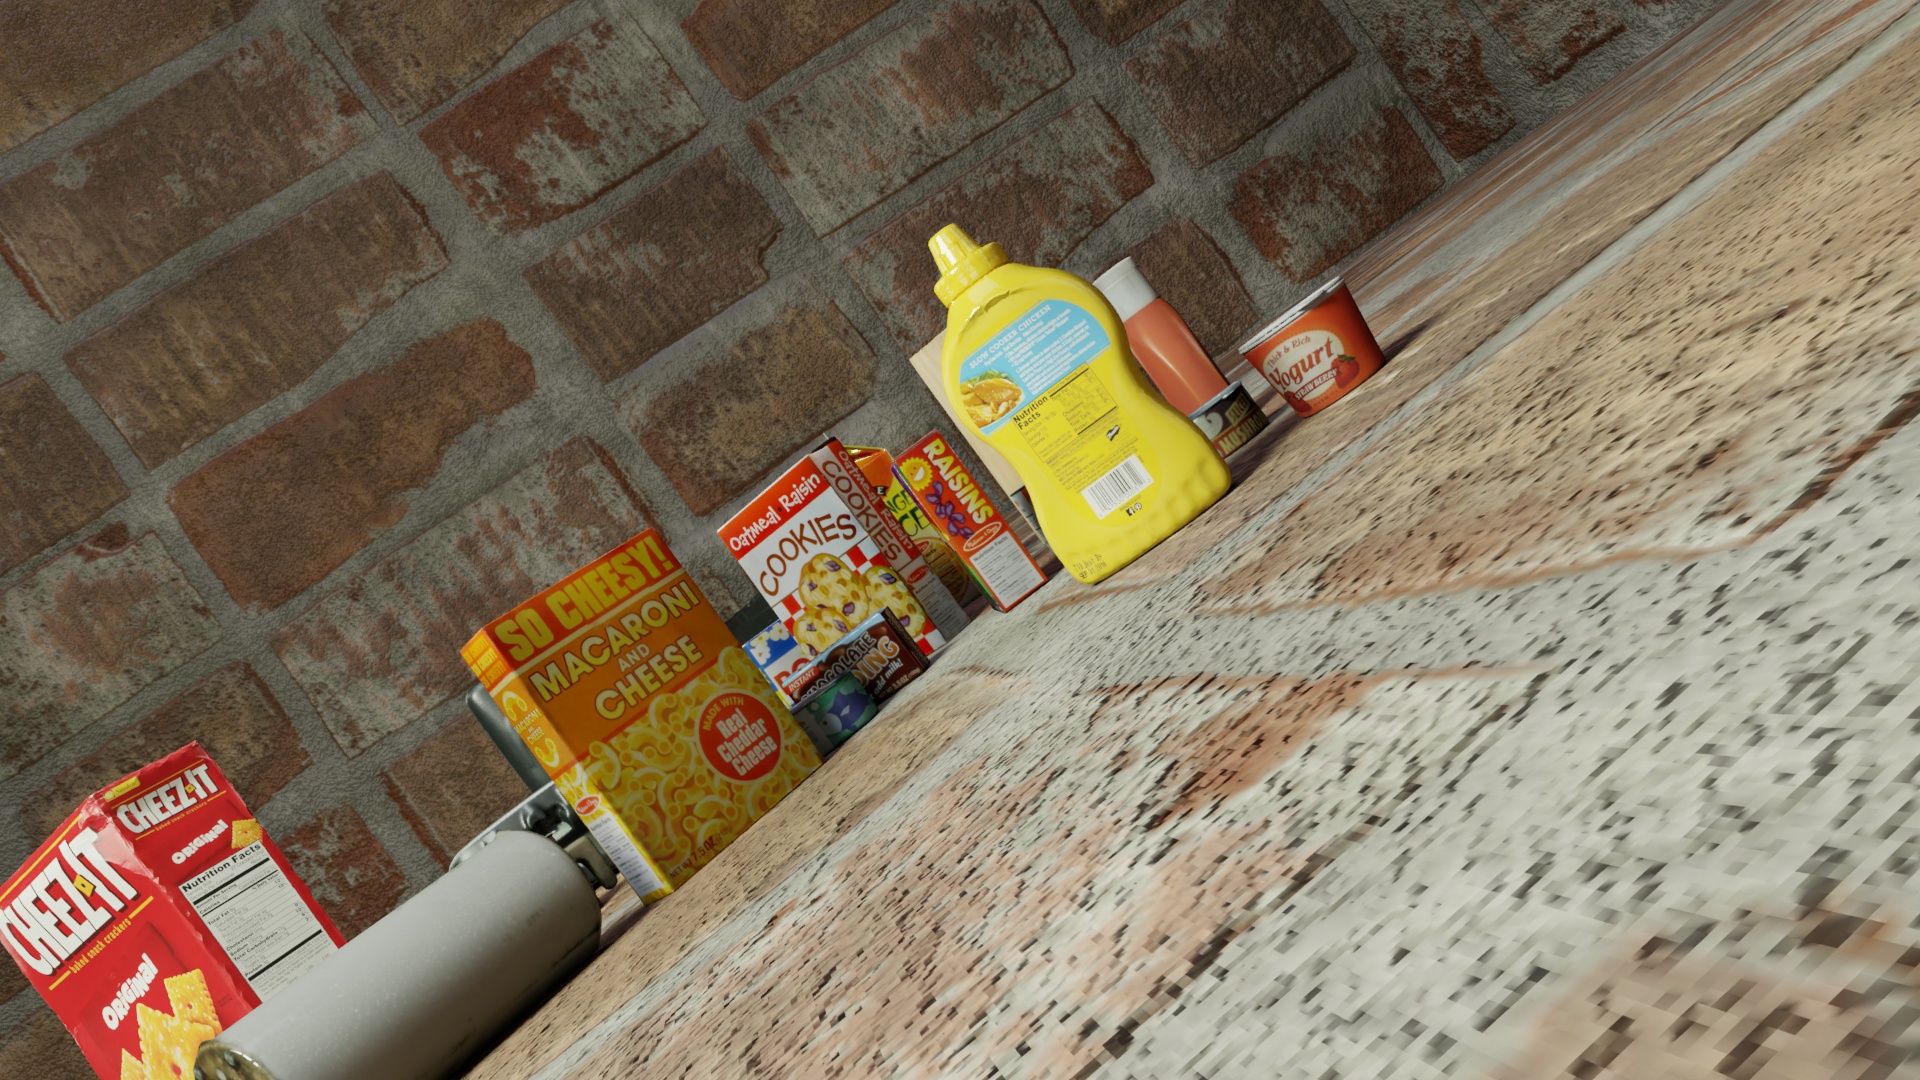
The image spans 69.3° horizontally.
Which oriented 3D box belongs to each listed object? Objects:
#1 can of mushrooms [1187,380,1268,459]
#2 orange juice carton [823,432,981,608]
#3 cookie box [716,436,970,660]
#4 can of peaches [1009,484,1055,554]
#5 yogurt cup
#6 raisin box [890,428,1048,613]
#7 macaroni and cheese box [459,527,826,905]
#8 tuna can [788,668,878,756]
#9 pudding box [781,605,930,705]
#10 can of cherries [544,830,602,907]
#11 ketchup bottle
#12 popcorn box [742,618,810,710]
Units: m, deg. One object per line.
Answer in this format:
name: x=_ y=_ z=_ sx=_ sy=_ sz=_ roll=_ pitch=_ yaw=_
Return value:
can of mushrooms: x=0.163 y=-0.071 z=0.887 sx=0.071 sy=0.033 sz=0.071 roll=-36 pitch=1 yaw=1
orange juice carton: x=-0.062 y=-0.014 z=1.218 sx=0.073 sy=0.192 sz=0.072 roll=-36 pitch=1 yaw=-3
cookie box: x=-0.088 y=0.025 z=1.024 sx=0.122 sy=0.167 sz=0.040 roll=-35 pitch=1 yaw=38
can of peaches: x=0.082 y=-0.032 z=1.050 sx=0.071 sy=0.058 sz=0.071 roll=-36 pitch=1 yaw=1
yogurt cup: x=0.195 y=-0.104 z=0.763 sx=0.072 sy=0.054 sz=0.072 roll=-36 pitch=1 yaw=1
raisin box: x=0.003 y=-0.012 z=0.928 sx=0.040 sy=0.123 sz=0.086 roll=-36 pitch=1 yaw=-3
macaroni and cheese box: x=-0.170 y=0.092 z=0.757 sx=0.040 sy=0.166 sz=0.124 roll=-35 pitch=1 yaw=46
tuna can: x=-0.084 y=0.110 z=0.855 sx=0.071 sy=0.033 sz=0.071 roll=-36 pitch=1 yaw=1
pudding box: x=-0.068 y=0.086 z=0.907 sx=0.083 sy=0.049 sz=0.030 roll=-36 pitch=1 yaw=9
can of cherries: x=-0.270 y=0.228 z=0.886 sx=0.071 sy=0.058 sz=0.071 roll=-36 pitch=1 yaw=1
ketchup bottle: x=0.155 y=-0.140 z=1.032 sx=0.043 sy=0.149 sz=0.064 roll=-36 pitch=1 yaw=-5
popcorn box: x=-0.101 y=0.083 z=1.112 sx=0.127 sy=0.085 sz=0.038 roll=-36 pitch=1 yaw=-20
